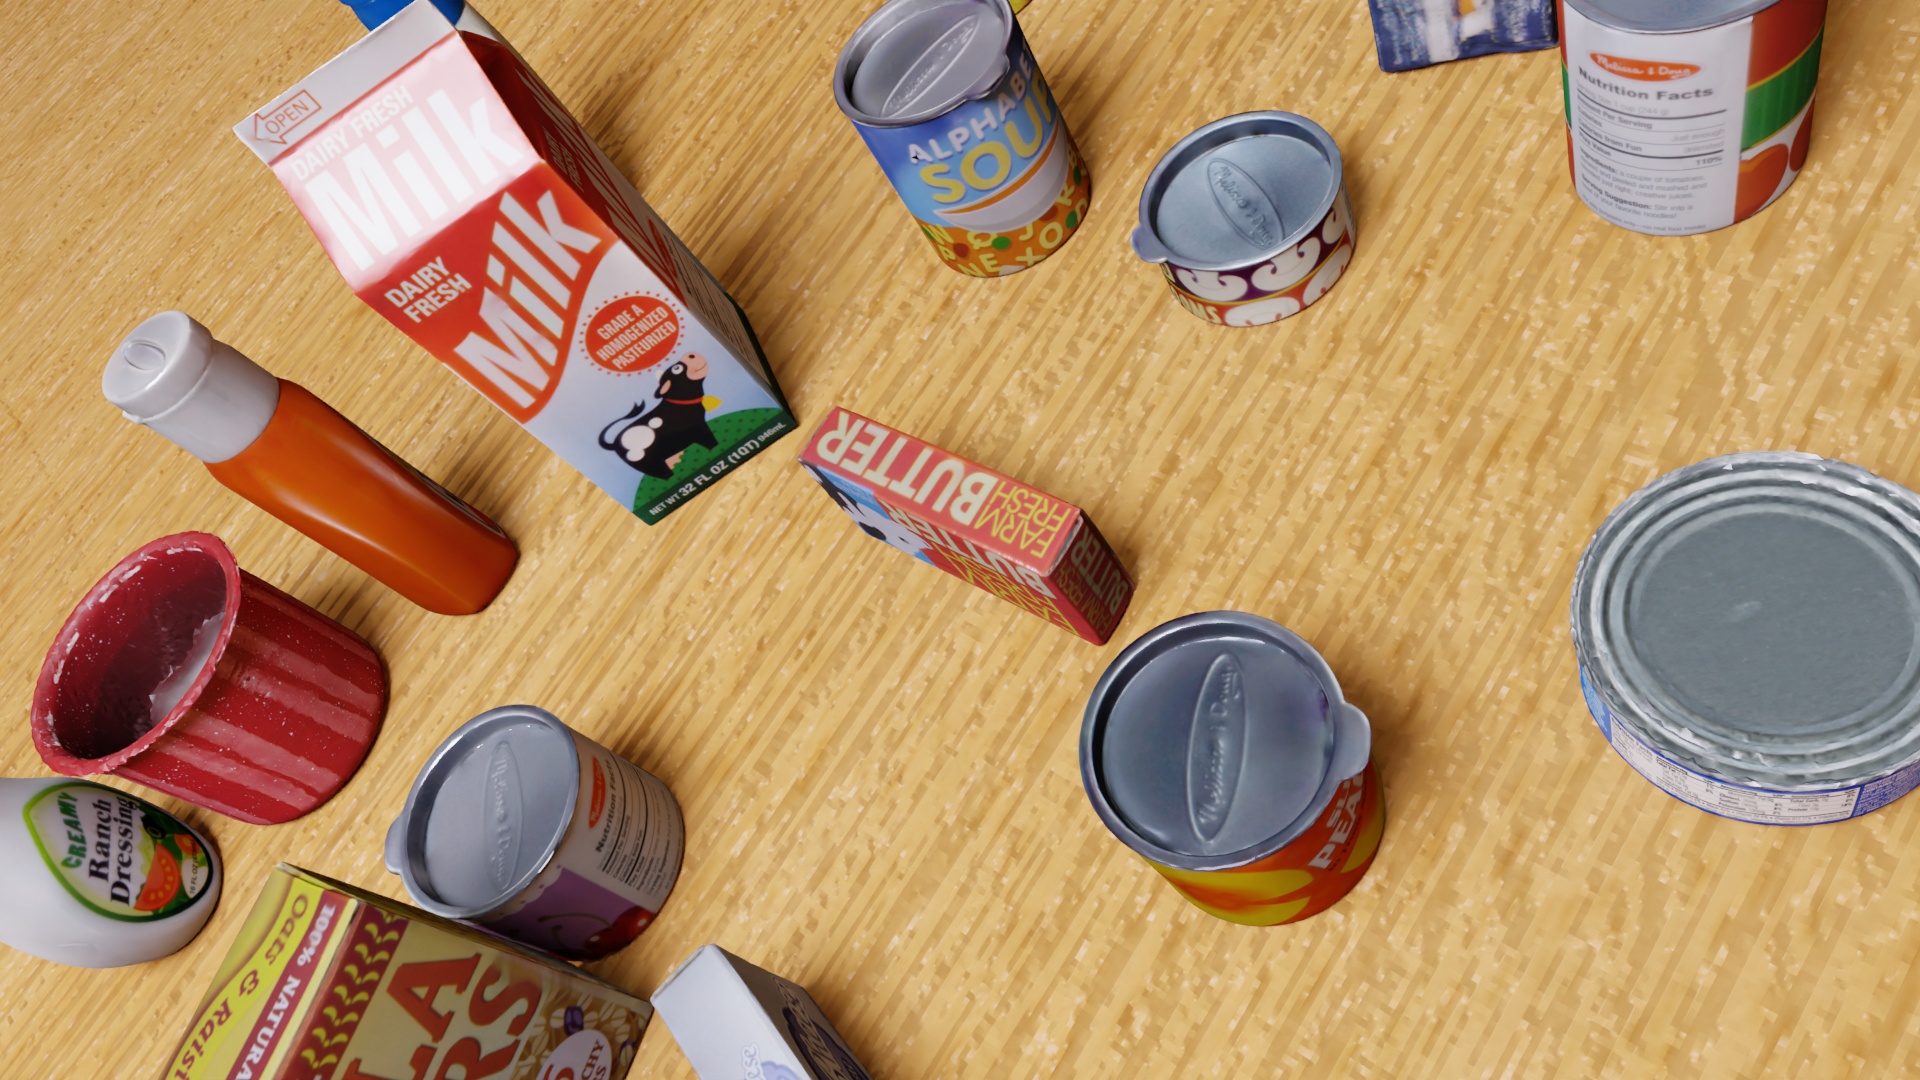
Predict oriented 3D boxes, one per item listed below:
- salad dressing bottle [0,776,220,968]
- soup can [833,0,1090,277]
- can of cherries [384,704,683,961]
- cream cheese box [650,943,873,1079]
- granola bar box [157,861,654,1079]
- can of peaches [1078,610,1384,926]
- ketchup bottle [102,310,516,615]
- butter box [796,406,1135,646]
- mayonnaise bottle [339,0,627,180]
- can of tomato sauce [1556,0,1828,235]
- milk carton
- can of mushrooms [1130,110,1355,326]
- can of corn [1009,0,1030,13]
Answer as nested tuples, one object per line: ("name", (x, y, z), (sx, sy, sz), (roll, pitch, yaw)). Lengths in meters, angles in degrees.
("salad dressing bottle", (-0.326, 0.103, 0.471), (0.044, 0.147, 0.064), (-29, 53, 9))
("soup can", (0.005, -0.143, 0.493), (0.071, 0.083, 0.071), (-12, 57, 20))
("can of cherries", (-0.132, 0.093, 0.436), (0.071, 0.058, 0.072), (-12, 57, 20))
("cream cheese box", (-0.034, 0.152, 0.355), (0.024, 0.053, 0.104), (-45, 52, -4))
("granola bar box", (-0.159, 0.182, 0.356), (0.039, 0.124, 0.166), (9, 66, 31))
("can of peaches", (0.073, 0.060, 0.354), (0.071, 0.058, 0.071), (-12, 57, 20))
("ketchup bottle", (-0.229, -0.024, 0.497), (0.065, 0.148, 0.043), (20, 73, 34))
("butter box", (0.002, -0.005, 0.432), (0.103, 0.053, 0.024), (25, 75, 35))
("mayonnaise bottle", (-0.197, -0.187, 0.579), (0.041, 0.147, 0.065), (-43, 52, -2))
("can of tomato sauce", (0.206, -0.139, 0.391), (0.071, 0.083, 0.071), (-12, 57, 20))
("milk carton", (-0.141, -0.091, 0.467), (0.072, 0.190, 0.074), (-33, 53, 6))
("can of mushrooms", (0.093, -0.105, 0.458), (0.071, 0.033, 0.071), (-12, 57, 20))
("can of corn", (-0.001, -0.252, 0.577), (0.071, 0.058, 0.071), (-12, 57, 20))
